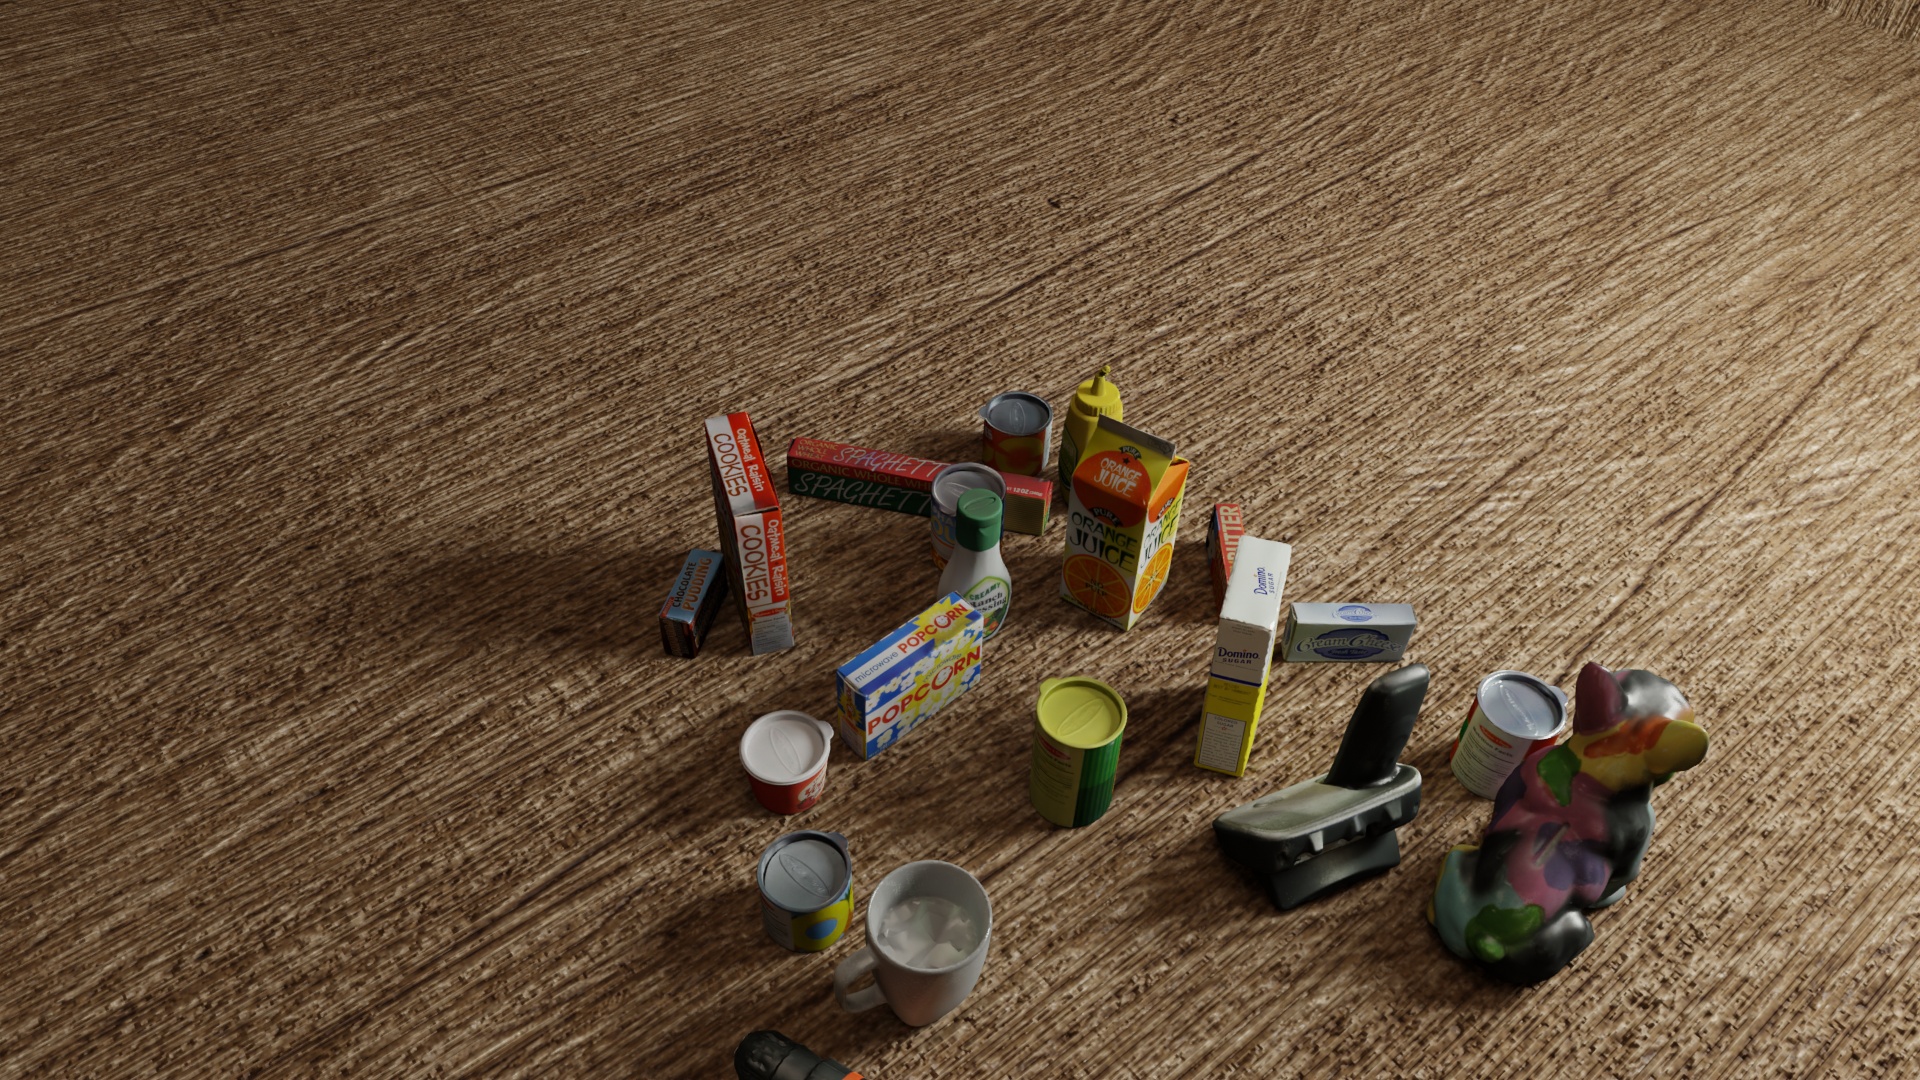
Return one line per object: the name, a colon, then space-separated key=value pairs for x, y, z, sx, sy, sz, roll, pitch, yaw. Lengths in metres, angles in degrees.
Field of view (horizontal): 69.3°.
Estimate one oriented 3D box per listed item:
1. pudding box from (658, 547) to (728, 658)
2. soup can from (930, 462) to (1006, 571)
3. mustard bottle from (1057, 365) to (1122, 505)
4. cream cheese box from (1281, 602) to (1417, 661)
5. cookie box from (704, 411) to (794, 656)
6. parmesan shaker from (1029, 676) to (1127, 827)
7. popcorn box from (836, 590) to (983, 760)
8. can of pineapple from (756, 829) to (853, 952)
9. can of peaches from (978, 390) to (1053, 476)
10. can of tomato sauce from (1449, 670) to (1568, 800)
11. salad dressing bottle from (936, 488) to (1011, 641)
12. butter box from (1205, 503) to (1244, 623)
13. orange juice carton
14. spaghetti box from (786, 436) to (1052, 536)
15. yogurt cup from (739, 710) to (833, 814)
pudding box: x=-0.227 y=0.053 z=1.182 sx=0.030 sy=0.049 sz=0.084 roll=10 pitch=46 yaw=8
soup can: x=0.004 y=-0.015 z=1.234 sx=0.071 sy=0.083 sz=0.072 roll=1 pitch=45 yaw=-1
mustard bottle: x=0.120 y=-0.098 z=1.267 sx=0.049 sy=0.159 sz=0.065 roll=-11 pitch=46 yaw=-12
cream cheese box: x=0.327 y=0.078 z=1.174 sx=0.104 sy=0.053 sz=0.024 roll=1 pitch=45 yaw=-1
cookie box: x=-0.175 y=-0.005 z=1.159 sx=0.040 sy=0.166 sz=0.123 roll=-13 pitch=47 yaw=-14
parmesan shaker: x=0.085 y=0.159 z=1.049 sx=0.071 sy=0.102 sz=0.072 roll=1 pitch=45 yaw=-1
popcorn box: x=-0.040 y=0.108 z=1.108 sx=0.127 sy=0.084 sz=0.038 roll=-33 pitch=54 yaw=-30
can of pineapple: x=-0.107 y=0.248 z=0.984 sx=0.071 sy=0.057 sz=0.071 roll=1 pitch=45 yaw=-1
can of peaches: x=0.052 y=-0.102 z=1.341 sx=0.071 sy=0.057 sz=0.071 roll=1 pitch=45 yaw=-1
can of tomato sauce: x=0.427 y=0.152 z=1.082 sx=0.071 sy=0.082 sz=0.071 roll=1 pitch=45 yaw=-1
salad dressing bottle: x=0.013 y=0.022 z=1.152 sx=0.064 sy=0.146 sz=0.044 roll=-19 pitch=49 yaw=-19
butter box: x=0.237 y=0.020 z=1.229 sx=0.024 sy=0.052 sz=0.104 roll=1 pitch=45 yaw=-1
orange juice carton: x=0.138 y=-0.022 z=1.169 sx=0.072 sy=0.191 sz=0.073 roll=27 pitch=50 yaw=23
spaghetti box: x=-0.041 y=-0.051 z=1.292 sx=0.250 sy=0.049 sz=0.029 roll=10 pitch=46 yaw=8
yogurt cup: x=-0.133 y=0.172 z=1.062 sx=0.072 sy=0.053 sz=0.073 roll=1 pitch=45 yaw=-1
